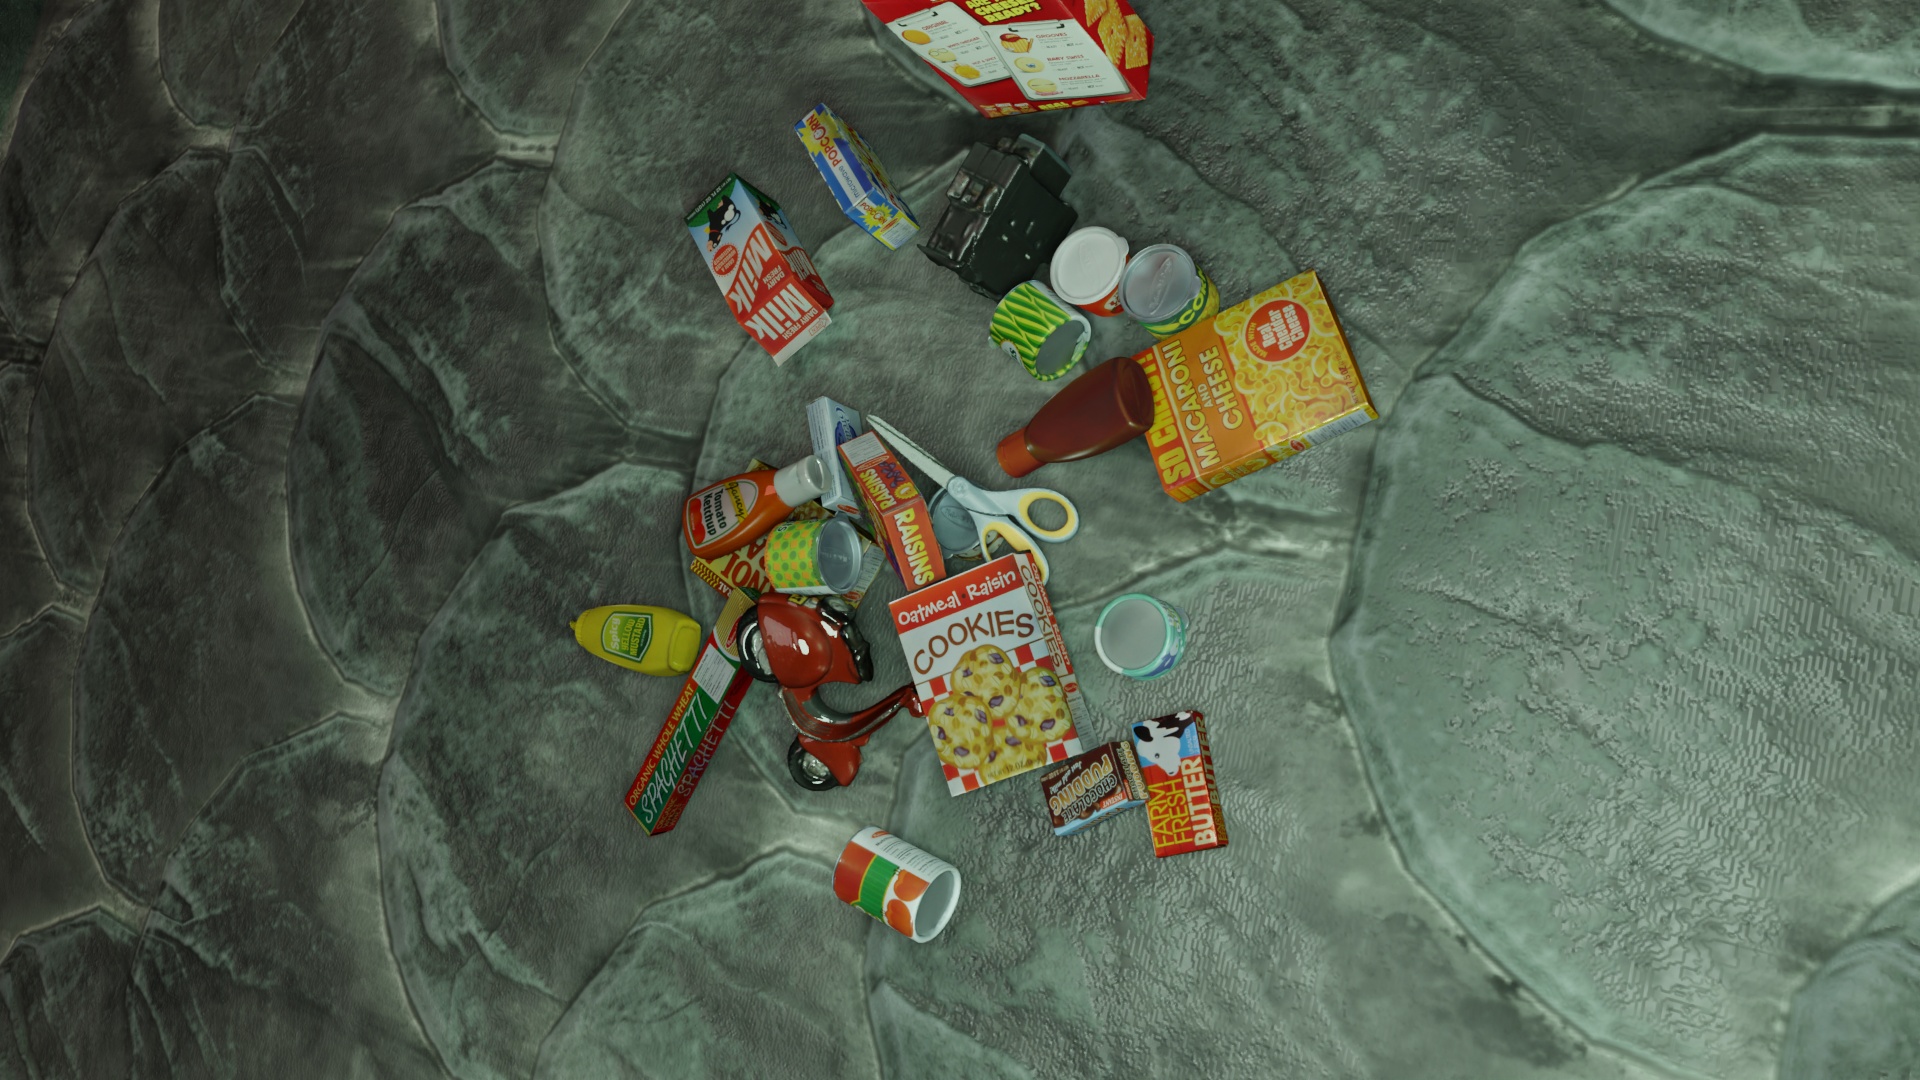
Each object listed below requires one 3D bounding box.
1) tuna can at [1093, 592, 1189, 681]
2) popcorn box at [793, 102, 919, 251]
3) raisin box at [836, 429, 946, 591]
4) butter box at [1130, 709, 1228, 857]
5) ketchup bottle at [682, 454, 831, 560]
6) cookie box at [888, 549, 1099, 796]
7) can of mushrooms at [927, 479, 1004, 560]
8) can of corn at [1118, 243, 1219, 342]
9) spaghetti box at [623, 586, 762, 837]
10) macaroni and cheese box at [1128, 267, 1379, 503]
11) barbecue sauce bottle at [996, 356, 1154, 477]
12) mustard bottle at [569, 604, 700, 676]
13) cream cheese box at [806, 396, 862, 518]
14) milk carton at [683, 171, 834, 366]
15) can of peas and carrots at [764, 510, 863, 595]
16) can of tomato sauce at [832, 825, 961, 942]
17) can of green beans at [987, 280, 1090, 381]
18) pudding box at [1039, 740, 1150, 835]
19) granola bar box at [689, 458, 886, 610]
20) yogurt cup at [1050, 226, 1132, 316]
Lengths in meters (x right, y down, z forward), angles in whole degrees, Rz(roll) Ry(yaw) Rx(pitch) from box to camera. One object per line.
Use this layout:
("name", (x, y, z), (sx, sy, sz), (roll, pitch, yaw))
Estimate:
("tuna can", (0.142, 0.074, 1.084), (0.071, 0.033, 0.071), (-8, 74, 29))
("popcorn box", (-0.097, -0.340, 1.301), (0.038, 0.085, 0.127), (-38, 61, 16))
("raisin box", (-0.058, -0.026, 1.172), (0.040, 0.085, 0.124), (-23, 37, -10))
("butter box", (0.165, 0.184, 1.047), (0.053, 0.024, 0.104), (-19, 68, 26))
("ketchup bottle", (-0.182, -0.034, 1.241), (0.148, 0.043, 0.065), (-22, 68, 29))
("cookie box", (0.025, 0.106, 1.121), (0.122, 0.040, 0.167), (-23, 80, 24))
("can of mushrooms", (0.004, -0.015, 1.188), (0.071, 0.033, 0.071), (-8, 74, 28))
("can of corn", (0.172, -0.197, 1.122), (0.071, 0.058, 0.071), (-8, 73, 29))
("spaghetti box", (-0.235, 0.157, 1.261), (0.050, 0.029, 0.249), (40, 109, 32))
("macaroni and cheese box", (0.222, -0.118, 1.082), (0.166, 0.040, 0.124), (-25, 66, 23))
("barbecue sauce bottle", (0.089, -0.093, 1.126), (0.148, 0.044, 0.065), (-27, 67, 45))
("mustard bottle", (-0.325, 0.092, 1.345), (0.160, 0.049, 0.065), (5, 79, 31))
("cream cheese box", (-0.108, -0.075, 1.258), (0.024, 0.053, 0.104), (-22, 67, 27))
("milk carton", (-0.187, -0.257, 1.340), (0.072, 0.073, 0.191), (-38, 62, 17))
("can of peas and carrots", (-0.126, 0.012, 1.190), (0.058, 0.071, 0.071), (-5, 75, 30))
("can of tomato sauce", (-0.051, 0.280, 1.125), (0.083, 0.071, 0.071), (19, 88, 32))
("can of green beans", (0.068, -0.177, 1.173), (0.071, 0.071, 0.058), (-51, 59, 10))
("pudding box", (0.103, 0.190, 1.064), (0.083, 0.030, 0.050), (-36, 60, 41))
("granola bar box", (-0.157, 0.017, 1.271), (0.166, 0.039, 0.124), (34, 96, 32))
("yogurt cup", (0.116, -0.222, 1.163), (0.072, 0.054, 0.072), (-8, 73, 29))
